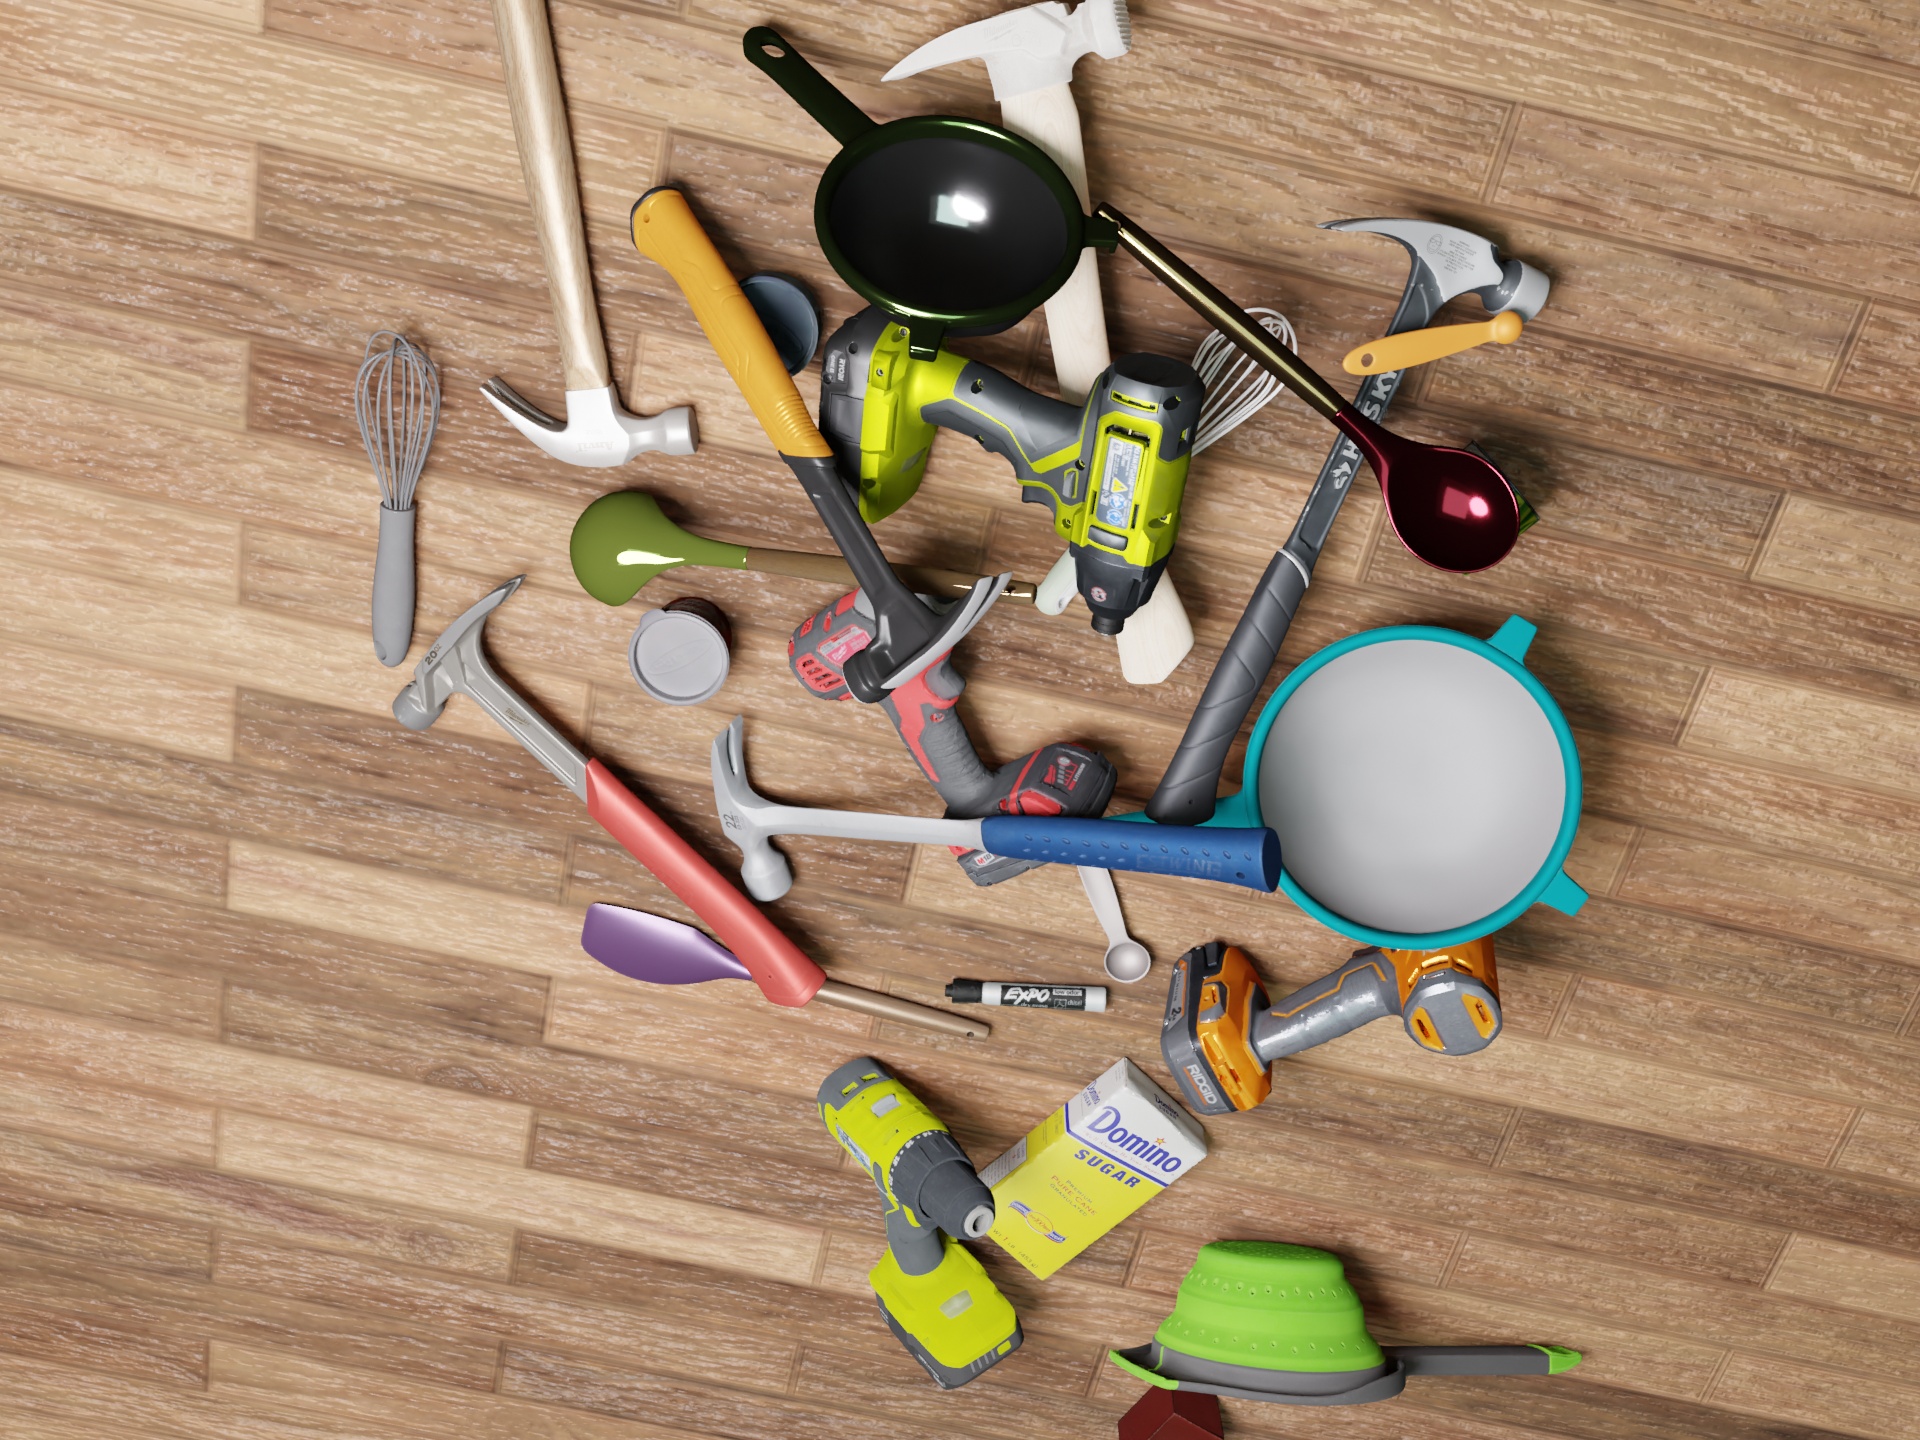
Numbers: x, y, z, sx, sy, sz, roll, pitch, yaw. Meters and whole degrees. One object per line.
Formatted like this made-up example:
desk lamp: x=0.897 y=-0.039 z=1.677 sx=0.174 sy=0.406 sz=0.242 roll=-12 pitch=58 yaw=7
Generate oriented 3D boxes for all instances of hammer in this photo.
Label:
hammer: x=0.067 y=-0.216 z=0.979 sx=0.146 sy=0.038 sz=0.410 roll=-6 pitch=110 yaw=21
hammer: x=0.007 y=0.070 z=1.036 sx=0.405 sy=0.035 sz=0.144 roll=2 pitch=124 yaw=30
hammer: x=-0.098 y=-0.181 z=0.945 sx=0.127 sy=0.034 sz=0.337 roll=-38 pitch=80 yaw=38
hammer: x=0.213 y=-0.115 z=0.996 sx=0.149 sy=0.036 sz=0.409 roll=19 pitch=104 yaw=-20
hammer: x=-0.253 y=-0.320 z=0.983 sx=0.130 sy=0.031 sz=0.331 roll=-5 pitch=112 yaw=4
hammer: x=-0.226 y=0.065 z=1.113 sx=0.359 sy=0.037 sz=0.149 roll=45 pitch=119 yaw=-9

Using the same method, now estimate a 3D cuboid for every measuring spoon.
measuring spoon: x=0.108 y=0.136 z=1.170 sx=0.034 sy=0.018 sz=0.124 roll=-18 pitch=104 yaw=10
measuring spoon: x=0.283 y=-0.224 z=0.948 sx=0.117 sy=0.011 sz=0.021 roll=-14 pitch=112 yaw=-8

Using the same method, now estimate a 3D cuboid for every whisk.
whisk: x=0.127 y=-0.161 z=1.027 sx=0.059 sy=0.057 sz=0.246 roll=48 pitch=115 yaw=20
whisk: x=-0.377 y=-0.142 z=1.057 sx=0.055 sy=0.055 sz=0.238 roll=11 pitch=117 yaw=-2

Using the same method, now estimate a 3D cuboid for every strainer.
strainer: x=0.240 y=0.053 z=1.085 sx=0.340 sy=0.095 sz=0.211 roll=-11 pitch=91 yaw=17
strainer: x=-0.043 y=-0.303 z=0.920 sx=0.151 sy=0.069 sz=0.256 roll=-36 pitch=71 yaw=-21

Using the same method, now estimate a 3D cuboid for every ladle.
ladle: x=0.201 y=-0.197 z=0.931 sx=0.315 sy=0.031 sz=0.069 roll=38 pitch=100 yaw=-9
ladle: x=-0.105 y=-0.097 z=1.010 sx=0.320 sy=0.062 sz=0.078 roll=8 pitch=82 yaw=15

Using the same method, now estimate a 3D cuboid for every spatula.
spatula: x=-0.132 y=0.199 z=1.202 sx=0.316 sy=0.018 sz=0.059 roll=15 pitch=113 yaw=-2

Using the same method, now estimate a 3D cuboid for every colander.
colander: x=0.316 y=0.466 z=1.254 sx=0.397 sy=0.204 sz=0.094 roll=7 pitch=79 yaw=-17

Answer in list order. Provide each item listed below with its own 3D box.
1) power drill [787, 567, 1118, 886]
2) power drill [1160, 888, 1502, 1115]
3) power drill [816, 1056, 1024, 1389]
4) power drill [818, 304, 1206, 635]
power drill: x=-0.002 y=-0.003 z=1.061 sx=0.143 sy=0.079 sz=0.219 roll=-28 pitch=109 yaw=40
power drill: x=0.263 y=0.184 z=1.118 sx=0.226 sy=0.164 sz=0.084 roll=-22 pitch=111 yaw=24
power drill: x=-0.022 y=0.384 z=1.191 sx=0.080 sy=0.191 sz=0.228 roll=-26 pitch=120 yaw=-24
power drill: x=0.027 y=-0.155 z=0.962 sx=0.223 sy=0.080 sz=0.171 roll=22 pitch=127 yaw=20
